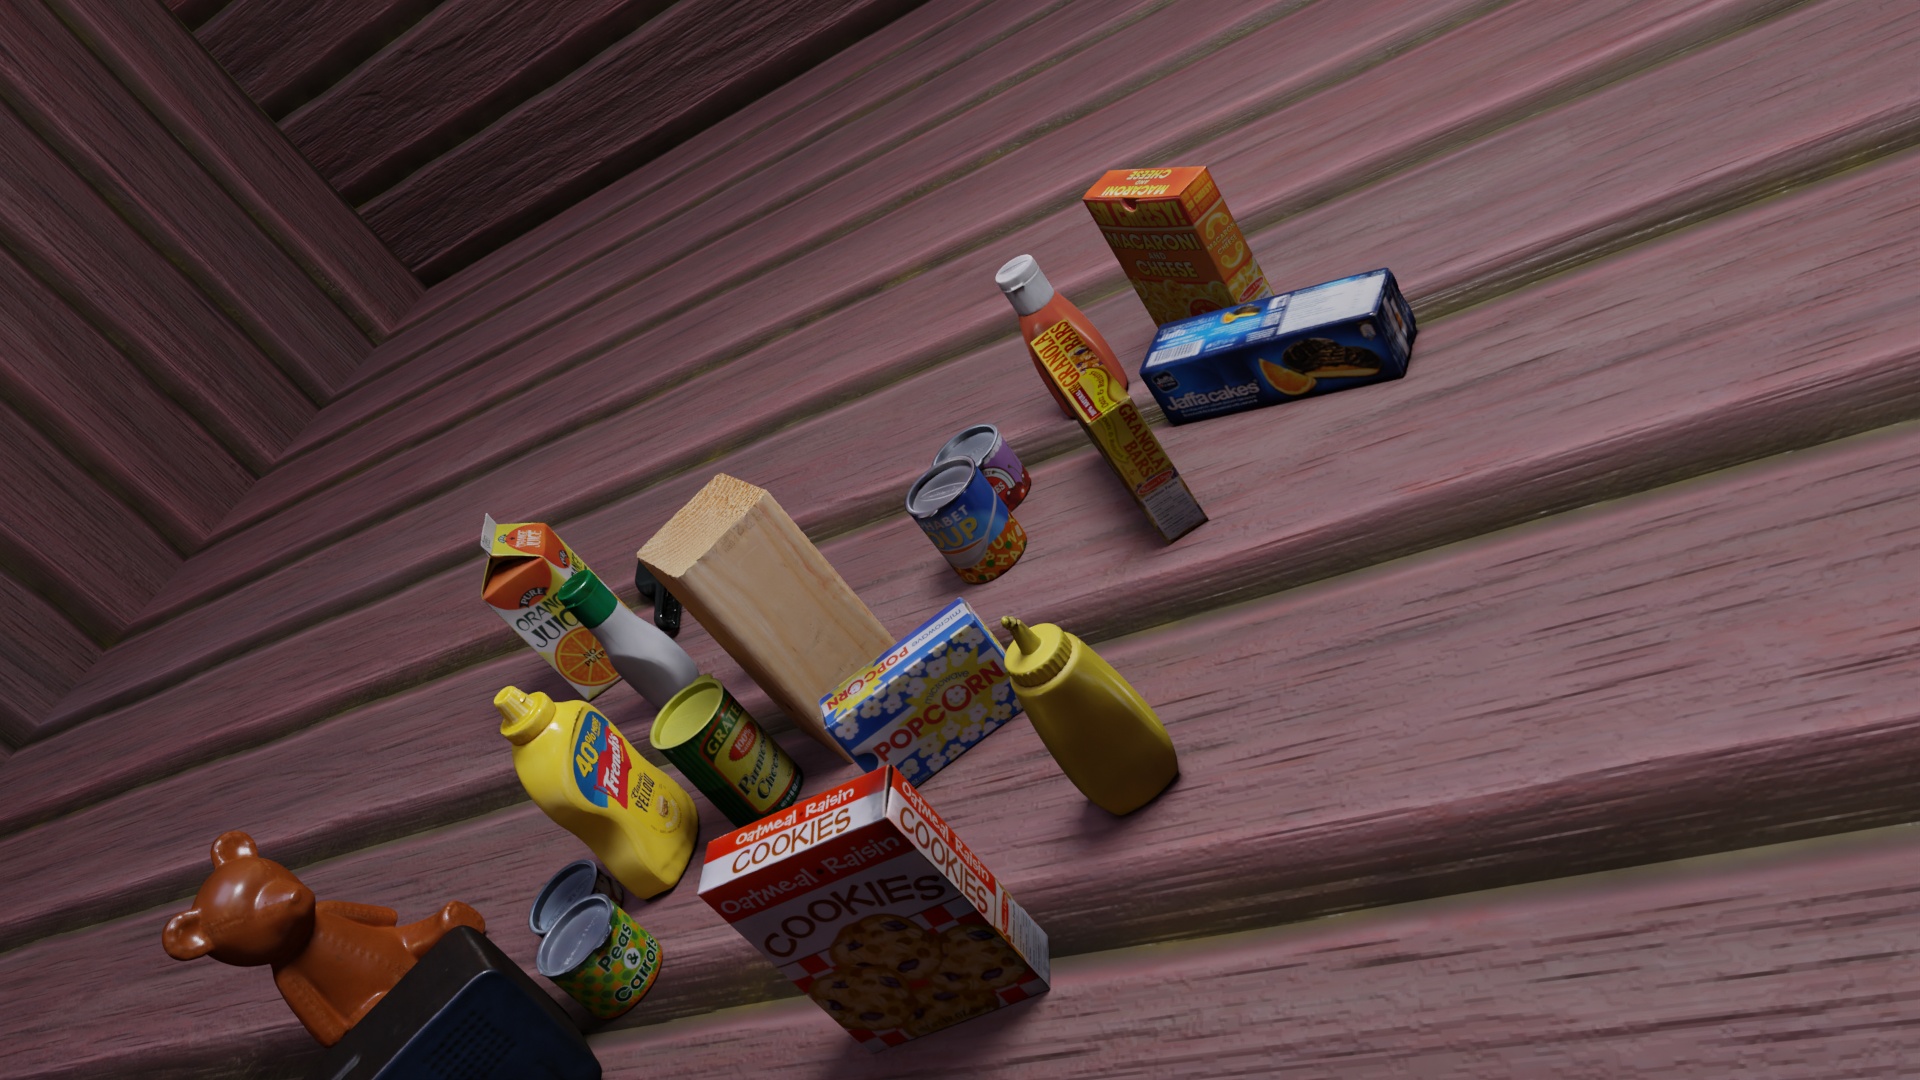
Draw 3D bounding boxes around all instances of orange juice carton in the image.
[{"bbox_3d":[-0.388,0.055,1.323,0.073,0.192,0.072,-35,29,5],"label":"orange juice carton"}]

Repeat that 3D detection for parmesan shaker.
[{"bbox_3d":[-0.172,0.159,1.037,0.071,0.102,0.072,-27,31,18],"label":"parmesan shaker"}]

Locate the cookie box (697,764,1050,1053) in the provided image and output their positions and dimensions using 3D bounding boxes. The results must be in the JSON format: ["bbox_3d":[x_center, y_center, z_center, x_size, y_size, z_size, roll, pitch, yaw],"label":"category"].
[{"bbox_3d":[-0.045,0.207,0.768,0.123,0.167,0.040,-26,31,19],"label":"cookie box"}]

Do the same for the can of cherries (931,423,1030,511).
[{"bbox_3d":[0.018,-0.055,1.182,0.071,0.058,0.072,-27,31,18],"label":"can of cherries"}]

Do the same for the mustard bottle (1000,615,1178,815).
[{"bbox_3d":[0.068,0.094,0.815,0.065,0.159,0.049,-37,29,0],"label":"mustard bottle"}]

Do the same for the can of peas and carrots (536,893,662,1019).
[{"bbox_3d":[-0.252,0.293,0.978,0.071,0.058,0.071,-27,31,18],"label":"can of peas and carrots"}]

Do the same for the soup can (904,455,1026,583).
[{"bbox_3d":[0.004,-0.014,1.113,0.071,0.083,0.072,-27,31,18],"label":"soup can"}]

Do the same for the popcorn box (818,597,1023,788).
[{"bbox_3d":[-0.023,0.111,0.964,0.127,0.085,0.038,-36,29,2],"label":"popcorn box"}]

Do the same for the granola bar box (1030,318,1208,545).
[{"bbox_3d":[0.116,-0.085,1.052,0.039,0.124,0.166,-34,30,6],"label":"granola bar box"}]

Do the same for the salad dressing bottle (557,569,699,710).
[{"bbox_3d":[-0.291,0.088,1.219,0.064,0.147,0.044,-16,36,33],"label":"salad dressing bottle"}]

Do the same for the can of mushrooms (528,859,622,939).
[{"bbox_3d":[-0.293,0.282,1.064,0.071,0.033,0.071,-27,31,18],"label":"can of mushrooms"}]

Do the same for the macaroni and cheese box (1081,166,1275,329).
[{"bbox_3d":[0.185,-0.224,1.132,0.040,0.166,0.124,-46,31,-15],"label":"macaroni and cheese box"}]

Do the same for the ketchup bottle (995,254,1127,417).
[{"bbox_3d":[0.083,-0.175,1.190,0.064,0.148,0.044,-23,32,24],"label":"ketchup bottle"}]
